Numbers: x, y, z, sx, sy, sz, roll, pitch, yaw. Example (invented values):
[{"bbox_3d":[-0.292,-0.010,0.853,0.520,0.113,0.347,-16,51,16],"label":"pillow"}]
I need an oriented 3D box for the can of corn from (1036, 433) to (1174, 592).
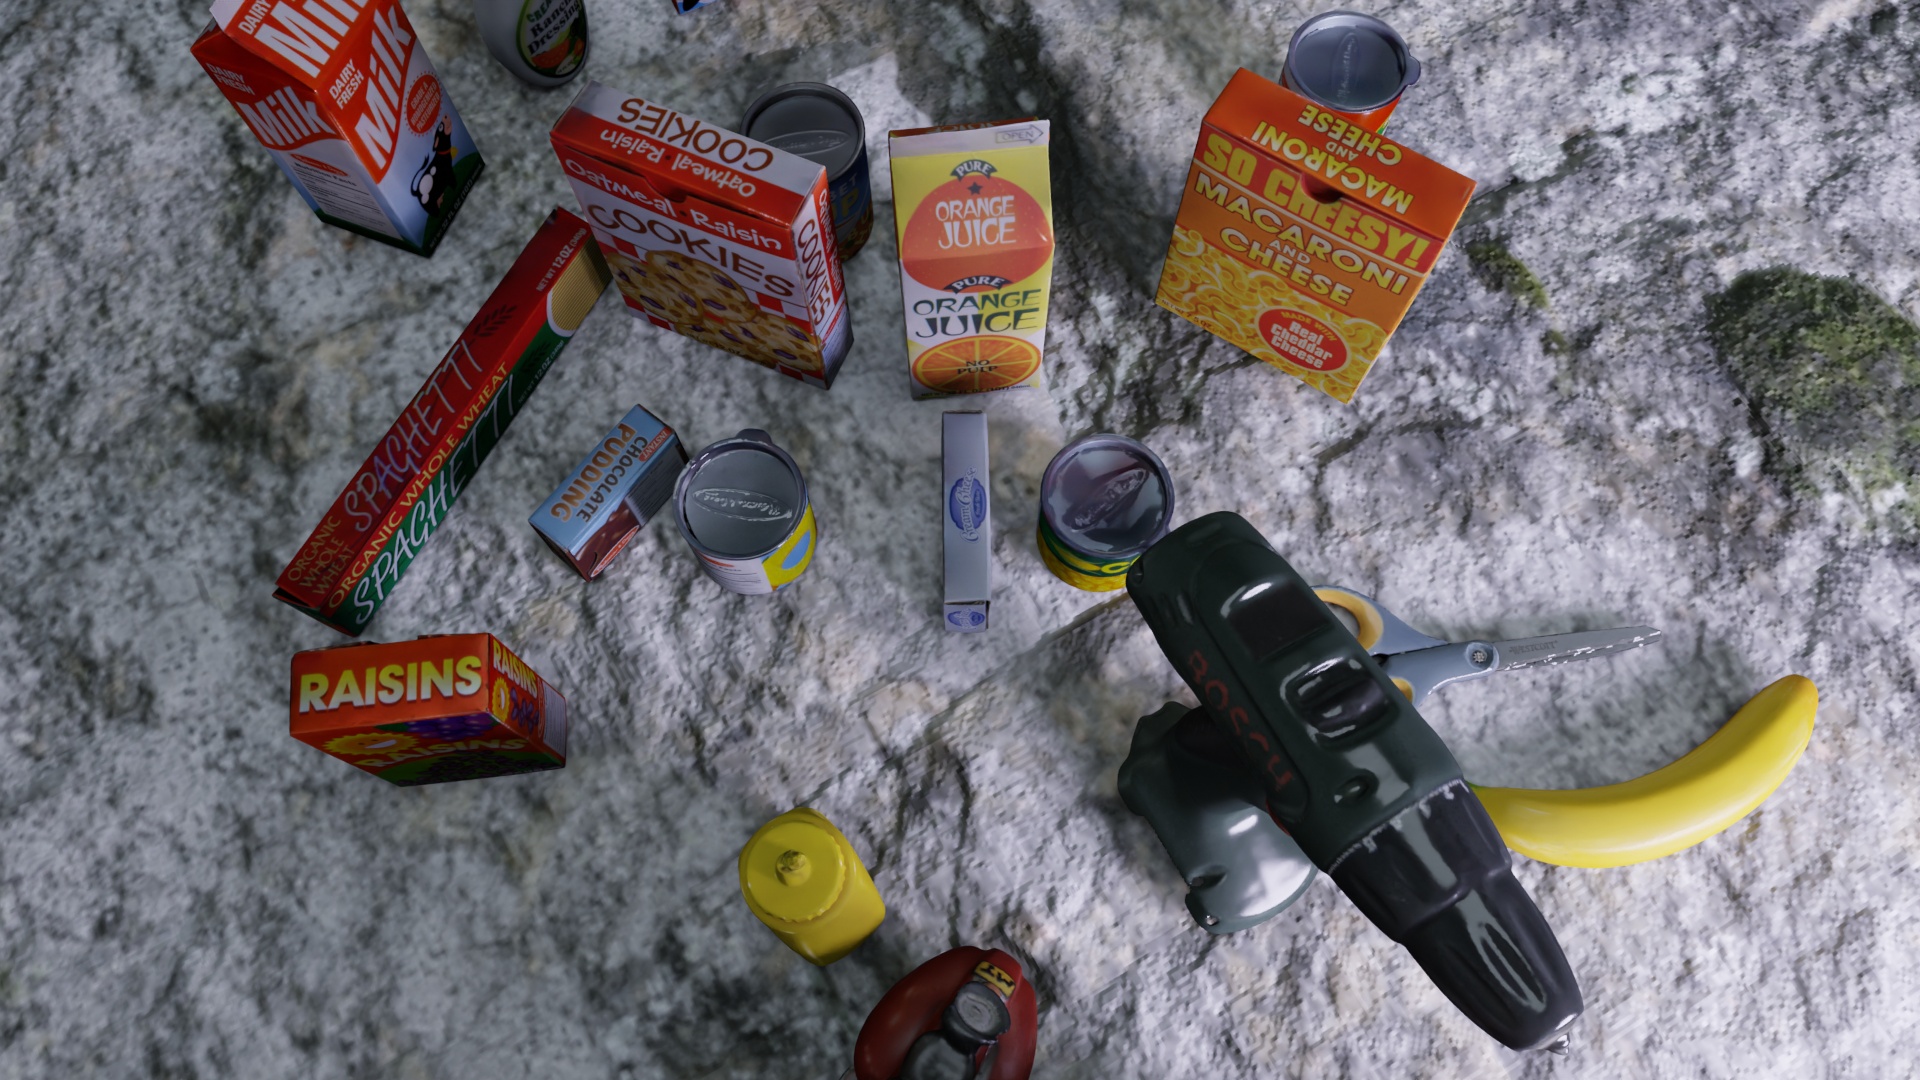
[{"bbox_3d":[0.074,-0.011,0.707,0.071,0.058,0.071,0,70,0],"label":"can of corn"}]

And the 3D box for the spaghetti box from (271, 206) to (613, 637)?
[{"bbox_3d":[-0.265,-0.064,0.732,0.029,0.050,0.251,27,72,9],"label":"spaghetti box"}]

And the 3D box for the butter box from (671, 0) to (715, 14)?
[{"bbox_3d":[-0.131,-0.361,0.840,0.104,0.053,0.024,-25,72,-9],"label":"butter box"}]

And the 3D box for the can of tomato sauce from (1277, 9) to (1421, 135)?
[{"bbox_3d":[0.210,-0.243,0.779,0.071,0.083,0.071,0,70,0],"label":"can of tomato sauce"}]

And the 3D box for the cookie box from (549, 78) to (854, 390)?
[{"bbox_3d":[-0.123,-0.146,0.700,0.123,0.167,0.040,22,72,8],"label":"cookie box"}]

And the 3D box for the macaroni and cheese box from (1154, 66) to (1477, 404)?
[{"bbox_3d":[0.170,-0.146,0.699,0.124,0.166,0.040,30,73,11],"label":"macaroni and cheese box"}]

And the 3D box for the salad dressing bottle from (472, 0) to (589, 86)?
[{"bbox_3d":[-0.249,-0.317,0.774,0.044,0.147,0.064,34,74,12],"label":"salad dressing bottle"}]

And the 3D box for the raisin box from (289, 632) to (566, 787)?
[{"bbox_3d":[-0.239,0.079,0.640,0.086,0.123,0.040,-6,70,-2],"label":"raisin box"}]

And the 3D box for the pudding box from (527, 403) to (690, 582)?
[{"bbox_3d":[-0.179,-0.024,0.717,0.030,0.049,0.084,35,74,12],"label":"pudding box"}]

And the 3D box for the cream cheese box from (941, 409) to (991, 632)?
[{"bbox_3d":[0.003,-0.009,0.709,0.024,0.053,0.104,-1,70,0],"label":"cream cheese box"}]

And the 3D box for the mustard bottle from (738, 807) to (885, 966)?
[{"bbox_3d":[-0.067,0.145,0.595,0.049,0.159,0.065,-37,74,-12],"label":"mustard bottle"}]

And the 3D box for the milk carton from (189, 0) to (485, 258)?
[{"bbox_3d":[-0.324,-0.235,0.720,0.073,0.190,0.072,20,72,7],"label":"milk carton"}]

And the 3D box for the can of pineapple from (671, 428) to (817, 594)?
[{"bbox_3d":[-0.107,-0.013,0.708,0.071,0.057,0.071,0,70,0],"label":"can of pineapple"}]

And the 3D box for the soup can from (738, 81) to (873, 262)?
[{"bbox_3d":[-0.082,-0.196,0.762,0.071,0.083,0.071,0,70,0],"label":"soup can"}]

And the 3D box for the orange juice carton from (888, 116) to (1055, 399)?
[{"bbox_3d":[0.004,-0.144,0.685,0.072,0.192,0.073,-5,70,-2],"label":"orange juice carton"}]
